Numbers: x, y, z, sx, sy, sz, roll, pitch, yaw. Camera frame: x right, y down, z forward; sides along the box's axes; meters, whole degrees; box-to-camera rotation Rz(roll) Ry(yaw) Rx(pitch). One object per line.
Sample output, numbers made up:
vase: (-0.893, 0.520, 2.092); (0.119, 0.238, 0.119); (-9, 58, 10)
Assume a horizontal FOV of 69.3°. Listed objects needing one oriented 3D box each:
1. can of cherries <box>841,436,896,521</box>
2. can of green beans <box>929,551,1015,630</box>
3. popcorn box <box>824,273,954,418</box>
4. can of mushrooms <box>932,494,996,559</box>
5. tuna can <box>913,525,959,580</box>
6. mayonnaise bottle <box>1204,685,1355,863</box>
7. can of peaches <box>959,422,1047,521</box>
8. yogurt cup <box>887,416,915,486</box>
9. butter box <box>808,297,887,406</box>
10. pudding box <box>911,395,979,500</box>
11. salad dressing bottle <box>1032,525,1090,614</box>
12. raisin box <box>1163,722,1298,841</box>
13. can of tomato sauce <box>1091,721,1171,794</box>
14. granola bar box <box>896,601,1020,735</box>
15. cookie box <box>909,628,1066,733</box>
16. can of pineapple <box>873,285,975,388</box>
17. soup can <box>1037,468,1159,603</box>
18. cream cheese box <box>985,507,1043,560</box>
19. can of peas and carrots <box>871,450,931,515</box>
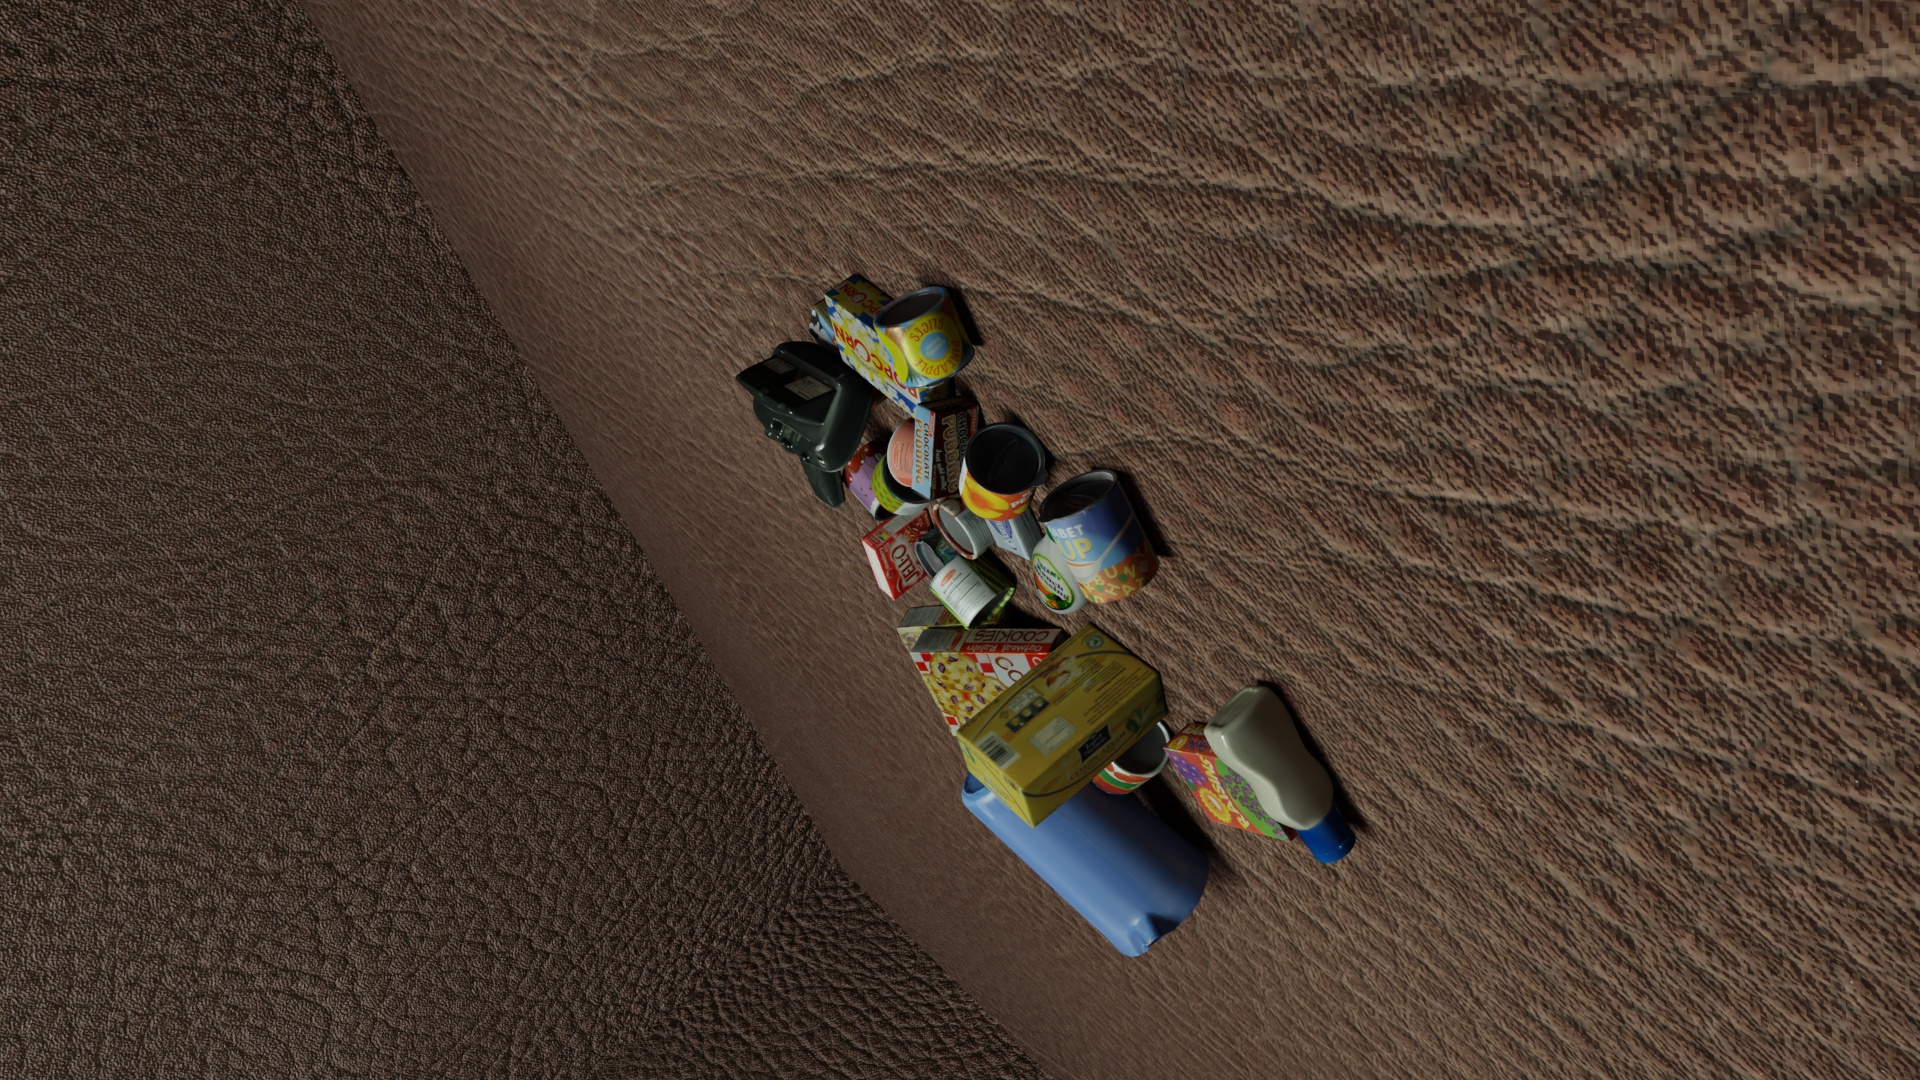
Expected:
can of cherries: (-0.078, -0.065, 1.416); (0.058, 0.072, 0.071); (47, 161, 19)
can of green beans: (0.012, 0.048, 1.397); (0.058, 0.071, 0.071); (47, 160, 16)
popcorn box: (-0.062, -0.168, 1.227); (0.127, 0.038, 0.084); (41, 158, 33)
can of mushrooms: (0.005, -0.017, 1.350); (0.071, 0.033, 0.070); (45, 160, 21)
tuna can: (-0.017, 0.017, 1.465); (0.071, 0.033, 0.070); (45, 160, 22)
mayonnaise bottle: (0.253, 0.186, 1.082); (0.148, 0.065, 0.041); (53, 161, -12)
can of peaches: (0.036, -0.055, 1.157); (0.071, 0.071, 0.057); (48, 161, 13)
yogurt cup: (-0.025, -0.077, 1.267); (0.054, 0.073, 0.072); (20, 143, 45)
butter box: (-0.105, -0.180, 1.330); (0.103, 0.024, 0.053); (51, 161, 7)
pudding box: (-0.013, -0.081, 1.209); (0.030, 0.050, 0.083); (33, 127, 45)
salad dressing bottle: (0.090, 0.009, 1.177); (0.064, 0.044, 0.147); (45, 160, 25)
raisin box: (0.237, 0.203, 1.185); (0.086, 0.040, 0.123); (56, 160, -11)
can of tomato sauce: (0.161, 0.203, 1.324); (0.071, 0.071, 0.082); (49, 160, 11)
granola bar box: (0.021, 0.140, 1.498); (0.124, 0.039, 0.165); (-5, 127, 29)
cookie box: (0.046, 0.148, 1.425); (0.167, 0.040, 0.122); (-2, 128, 33)
can of pineapple: (-0.029, -0.163, 1.113); (0.071, 0.071, 0.057); (24, 146, 55)
soup can: (0.106, -0.002, 1.076); (0.071, 0.071, 0.083); (16, 140, 60)
cream cheese box: (0.038, -0.033, 1.255); (0.053, 0.024, 0.103); (26, 148, 54)
can of peas and carrots: (-0.050, -0.064, 1.347); (0.071, 0.071, 0.058); (53, 162, 0)
